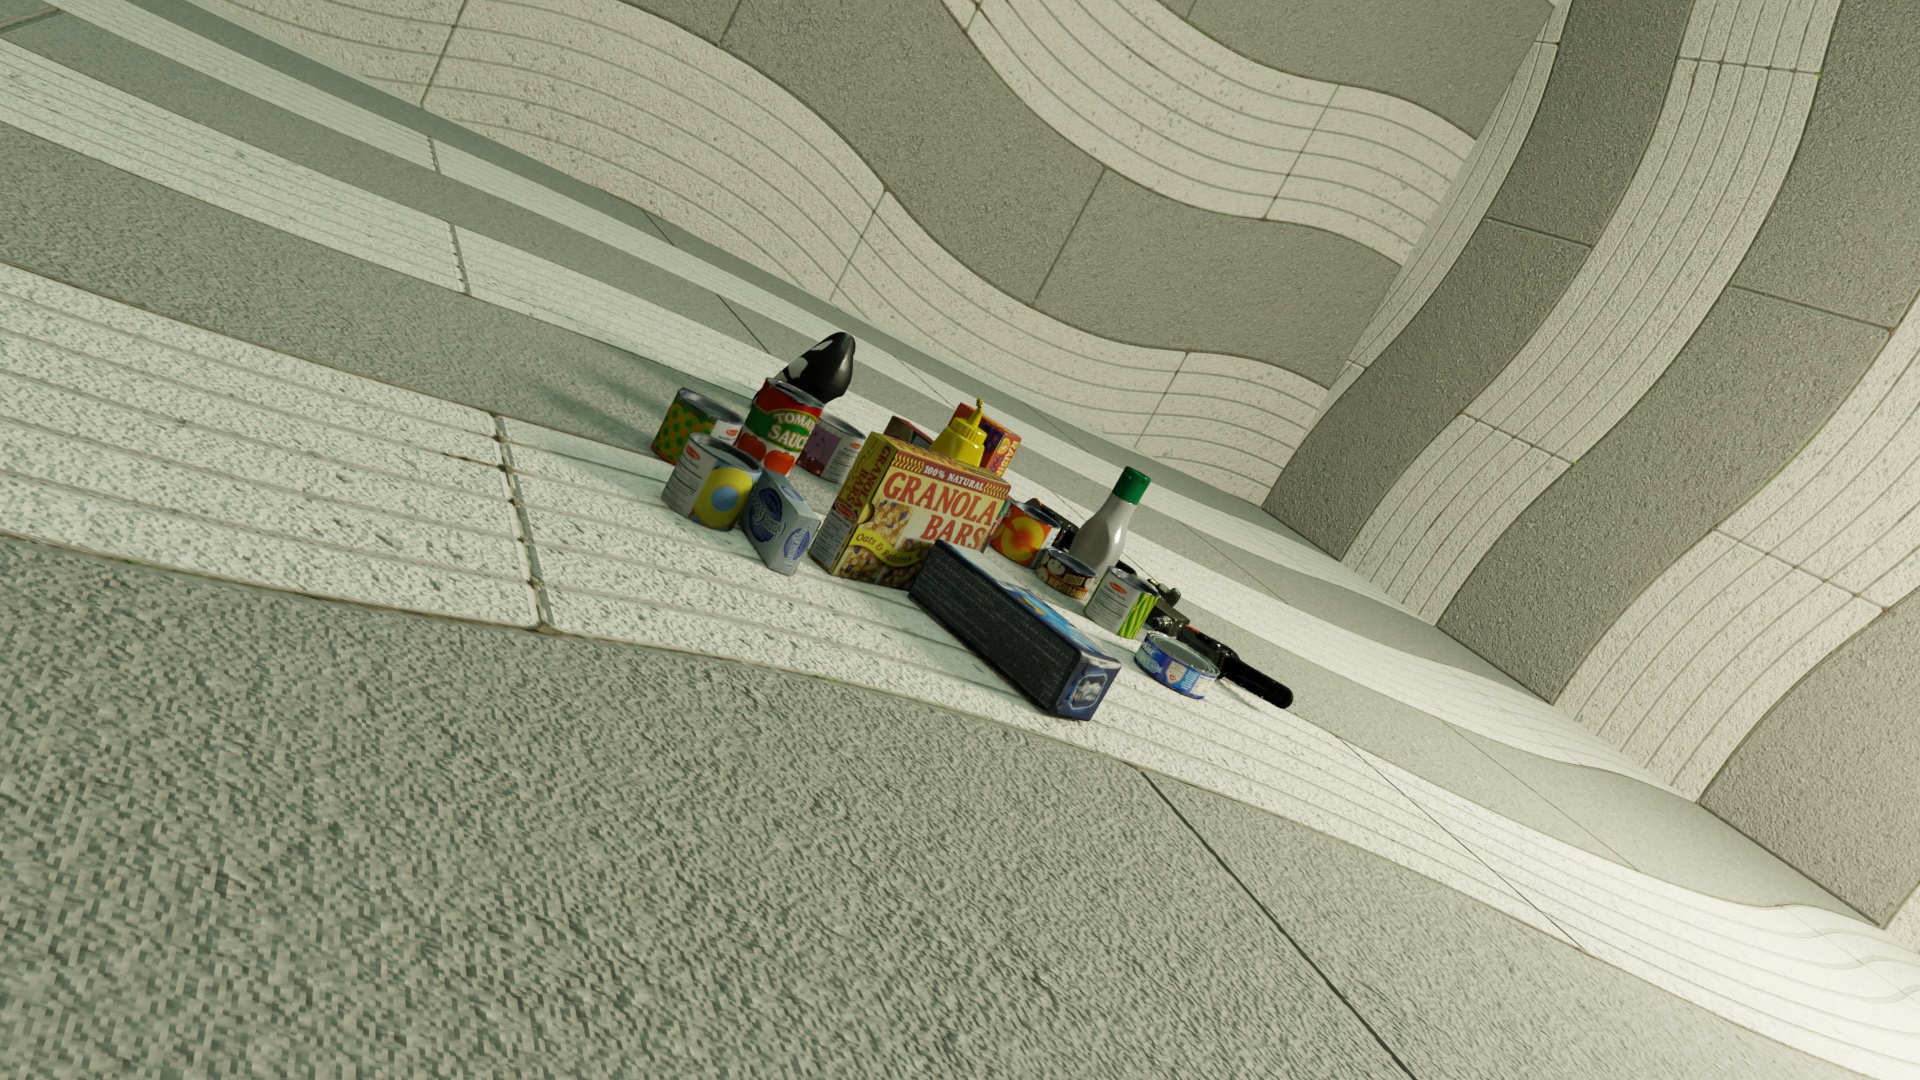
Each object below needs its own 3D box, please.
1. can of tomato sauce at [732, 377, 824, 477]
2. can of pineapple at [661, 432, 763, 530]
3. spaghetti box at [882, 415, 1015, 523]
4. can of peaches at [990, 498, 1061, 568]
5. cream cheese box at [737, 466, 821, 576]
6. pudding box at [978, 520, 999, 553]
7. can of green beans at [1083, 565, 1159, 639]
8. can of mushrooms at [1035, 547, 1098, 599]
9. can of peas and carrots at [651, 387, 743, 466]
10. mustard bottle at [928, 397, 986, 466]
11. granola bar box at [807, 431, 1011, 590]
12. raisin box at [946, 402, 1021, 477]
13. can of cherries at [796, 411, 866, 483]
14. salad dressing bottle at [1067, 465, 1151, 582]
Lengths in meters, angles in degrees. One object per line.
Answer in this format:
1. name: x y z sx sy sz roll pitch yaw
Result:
1. can of tomato sauce: -0.185 -0.114 1.415 0.071 0.083 0.071 27 11 -6
2. can of pineapple: -0.203 -0.048 1.144 0.071 0.057 0.071 27 11 -6
3. spaghetti box: -0.020 -0.085 1.769 0.029 0.050 0.251 17 16 -47
4. can of peaches: 0.074 -0.008 1.632 0.071 0.058 0.071 27 11 -6
5. cream cheese box: -0.151 -0.016 1.142 0.024 0.053 0.104 22 13 -33
6. pudding box: 0.005 -0.019 1.540 0.030 0.049 0.084 22 13 -31
7. can of green beans: 0.179 0.069 1.543 0.071 0.057 0.071 27 11 -6
8. can of mushrooms: 0.123 0.039 1.604 0.071 0.033 0.071 27 11 -6
9. can of peas and carrots: -0.243 -0.099 1.272 0.071 0.058 0.071 27 11 -6
10. mustard bottle: -0.011 -0.078 1.480 0.049 0.160 0.065 19 14 -41
11. granola bar box: -0.042 -0.019 1.233 0.039 0.124 0.165 37 14 37
12. raisin box: 0.008 -0.092 1.681 0.086 0.123 0.040 36 13 36
13. can of cherries: -0.148 -0.105 1.528 0.071 0.058 0.071 27 11 -6
14. salad dressing bottle: 0.187 -0.021 1.730 0.044 0.147 0.064 16 16 -49
